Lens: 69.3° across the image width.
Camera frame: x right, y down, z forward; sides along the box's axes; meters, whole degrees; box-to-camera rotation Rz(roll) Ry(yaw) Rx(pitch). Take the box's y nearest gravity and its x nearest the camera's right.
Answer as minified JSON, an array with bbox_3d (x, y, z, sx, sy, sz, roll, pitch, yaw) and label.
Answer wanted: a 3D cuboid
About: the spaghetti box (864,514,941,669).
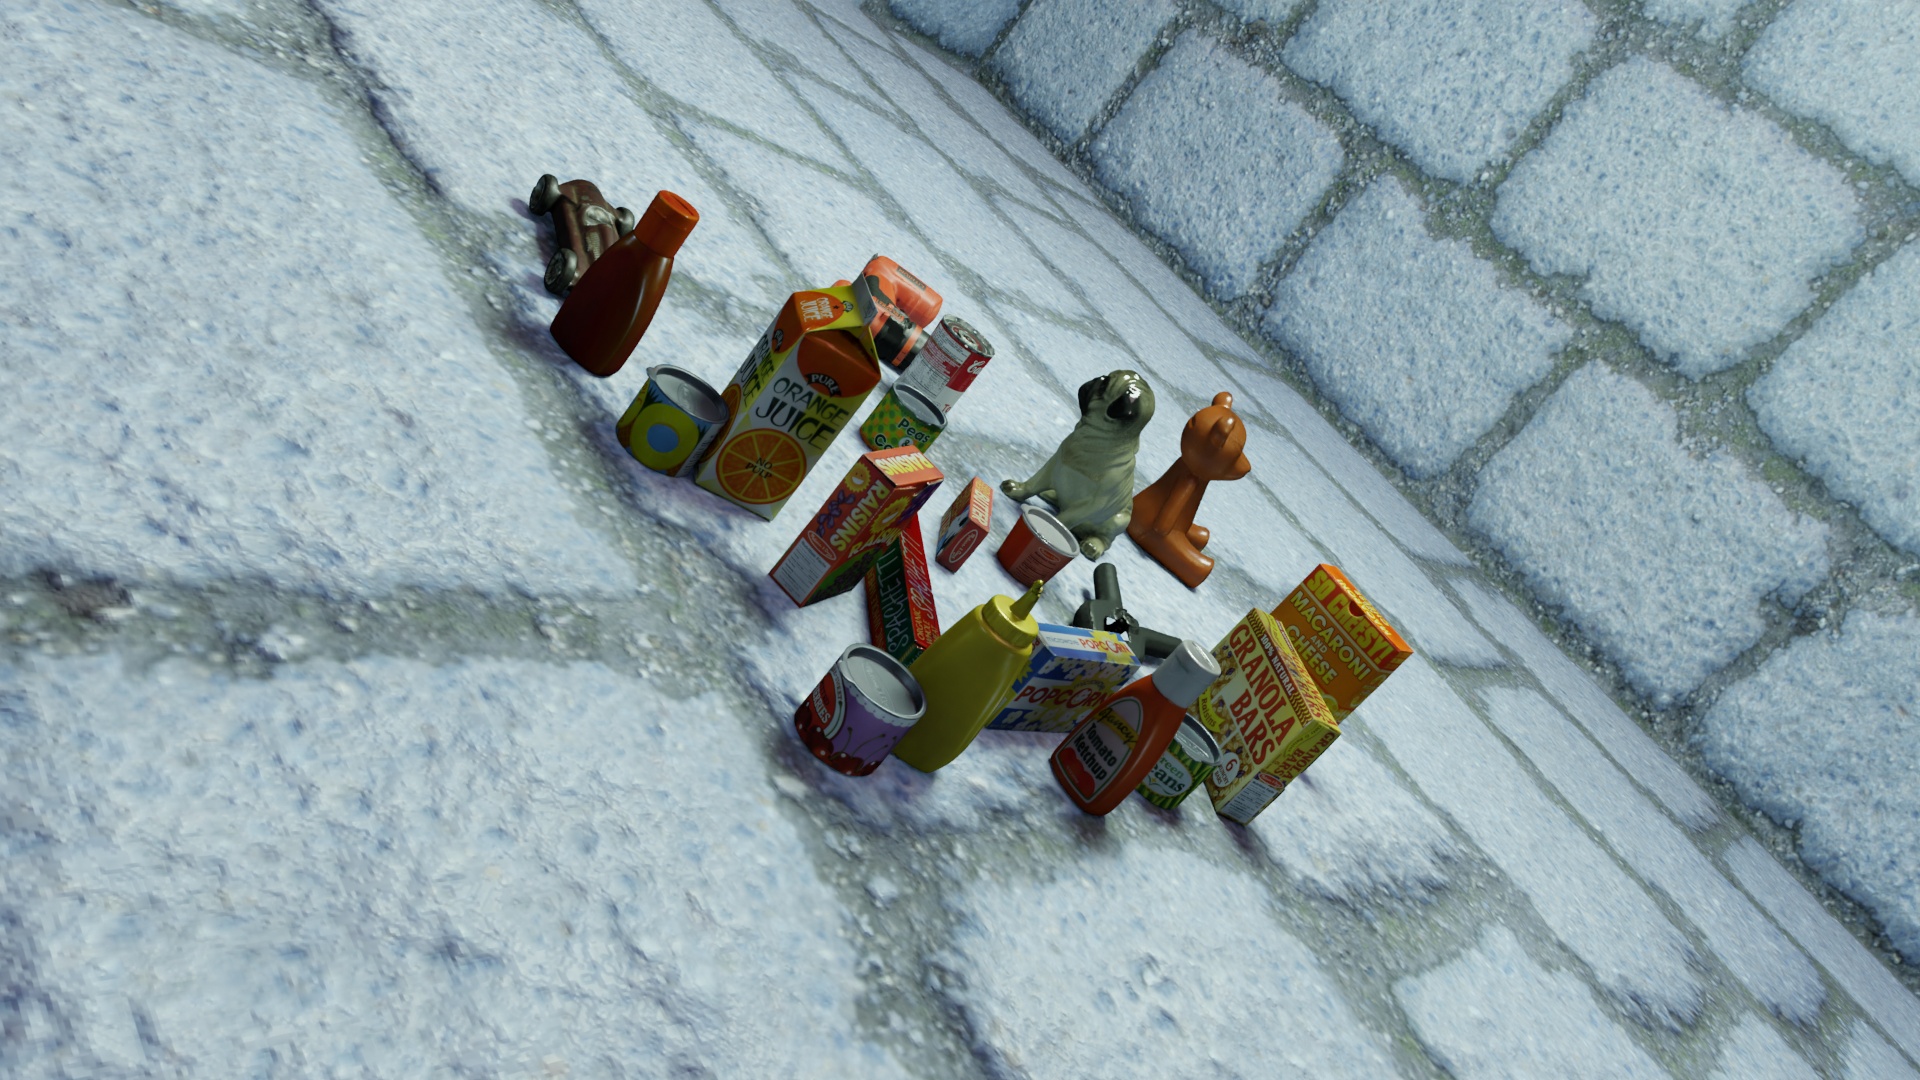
[{"bbox_3d":[-0.051,0.030,1.089,0.028,0.050,0.251,30,23,-24],"label":"spaghetti box"}]

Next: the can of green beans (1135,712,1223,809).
[{"bbox_3d":[0.173,0.179,1.149,0.071,0.057,0.071,34,22,-16],"label":"can of green beans"}]

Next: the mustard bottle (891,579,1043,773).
[{"bbox_3d":[0.009,0.084,0.929,0.065,0.159,0.049,38,21,-4],"label":"mustard bottle"}]

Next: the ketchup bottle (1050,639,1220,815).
[{"bbox_3d":[0.134,0.137,1.044,0.043,0.148,0.065,16,32,-47],"label":"ketchup bottle"}]

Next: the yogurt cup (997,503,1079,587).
[{"bbox_3d":[0.072,0.009,1.324,0.072,0.053,0.073,34,22,-15],"label":"yogurt cup"}]

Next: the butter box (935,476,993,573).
[{"bbox_3d":[0.005,-0.016,1.264,0.024,0.053,0.104,35,22,-12],"label":"butter box"}]

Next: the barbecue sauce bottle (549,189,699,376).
[{"bbox_3d":[-0.256,-0.201,1.072,0.065,0.148,0.044,43,21,9],"label":"barbecue sauce bottle"}]

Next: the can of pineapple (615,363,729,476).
[{"bbox_3d":[-0.218,-0.091,1.042,0.071,0.057,0.071,34,22,-16],"label":"can of pineapple"}]

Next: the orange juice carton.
[{"bbox_3d":[-0.124,-0.116,1.060,0.073,0.192,0.072,28,24,-29],"label":"orange juice carton"}]

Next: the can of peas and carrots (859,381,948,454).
[{"bbox_3d":[-0.055,-0.109,1.343,0.071,0.058,0.071,34,22,-16],"label":"can of peas and carrots"}]

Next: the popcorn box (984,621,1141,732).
[{"bbox_3d":[0.073,0.109,1.088,0.127,0.085,0.038,12,35,-50],"label":"popcorn box"}]

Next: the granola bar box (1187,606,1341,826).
[{"bbox_3d":[0.261,0.156,1.249,0.039,0.123,0.166,30,23,-24],"label":"granola bar box"}]

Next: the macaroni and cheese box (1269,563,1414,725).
[{"bbox_3d":[0.352,0.124,1.400,0.040,0.166,0.124,12,34,-51],"label":"macaroni and cheese box"}]

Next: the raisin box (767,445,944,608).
[{"bbox_3d":[-0.076,-0.011,1.029,0.040,0.123,0.086,45,22,13],"label":"raisin box"}]

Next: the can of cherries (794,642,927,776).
[{"bbox_3d":[-0.067,0.109,0.896,0.071,0.058,0.072,34,22,-16],"label":"can of cherries"}]
